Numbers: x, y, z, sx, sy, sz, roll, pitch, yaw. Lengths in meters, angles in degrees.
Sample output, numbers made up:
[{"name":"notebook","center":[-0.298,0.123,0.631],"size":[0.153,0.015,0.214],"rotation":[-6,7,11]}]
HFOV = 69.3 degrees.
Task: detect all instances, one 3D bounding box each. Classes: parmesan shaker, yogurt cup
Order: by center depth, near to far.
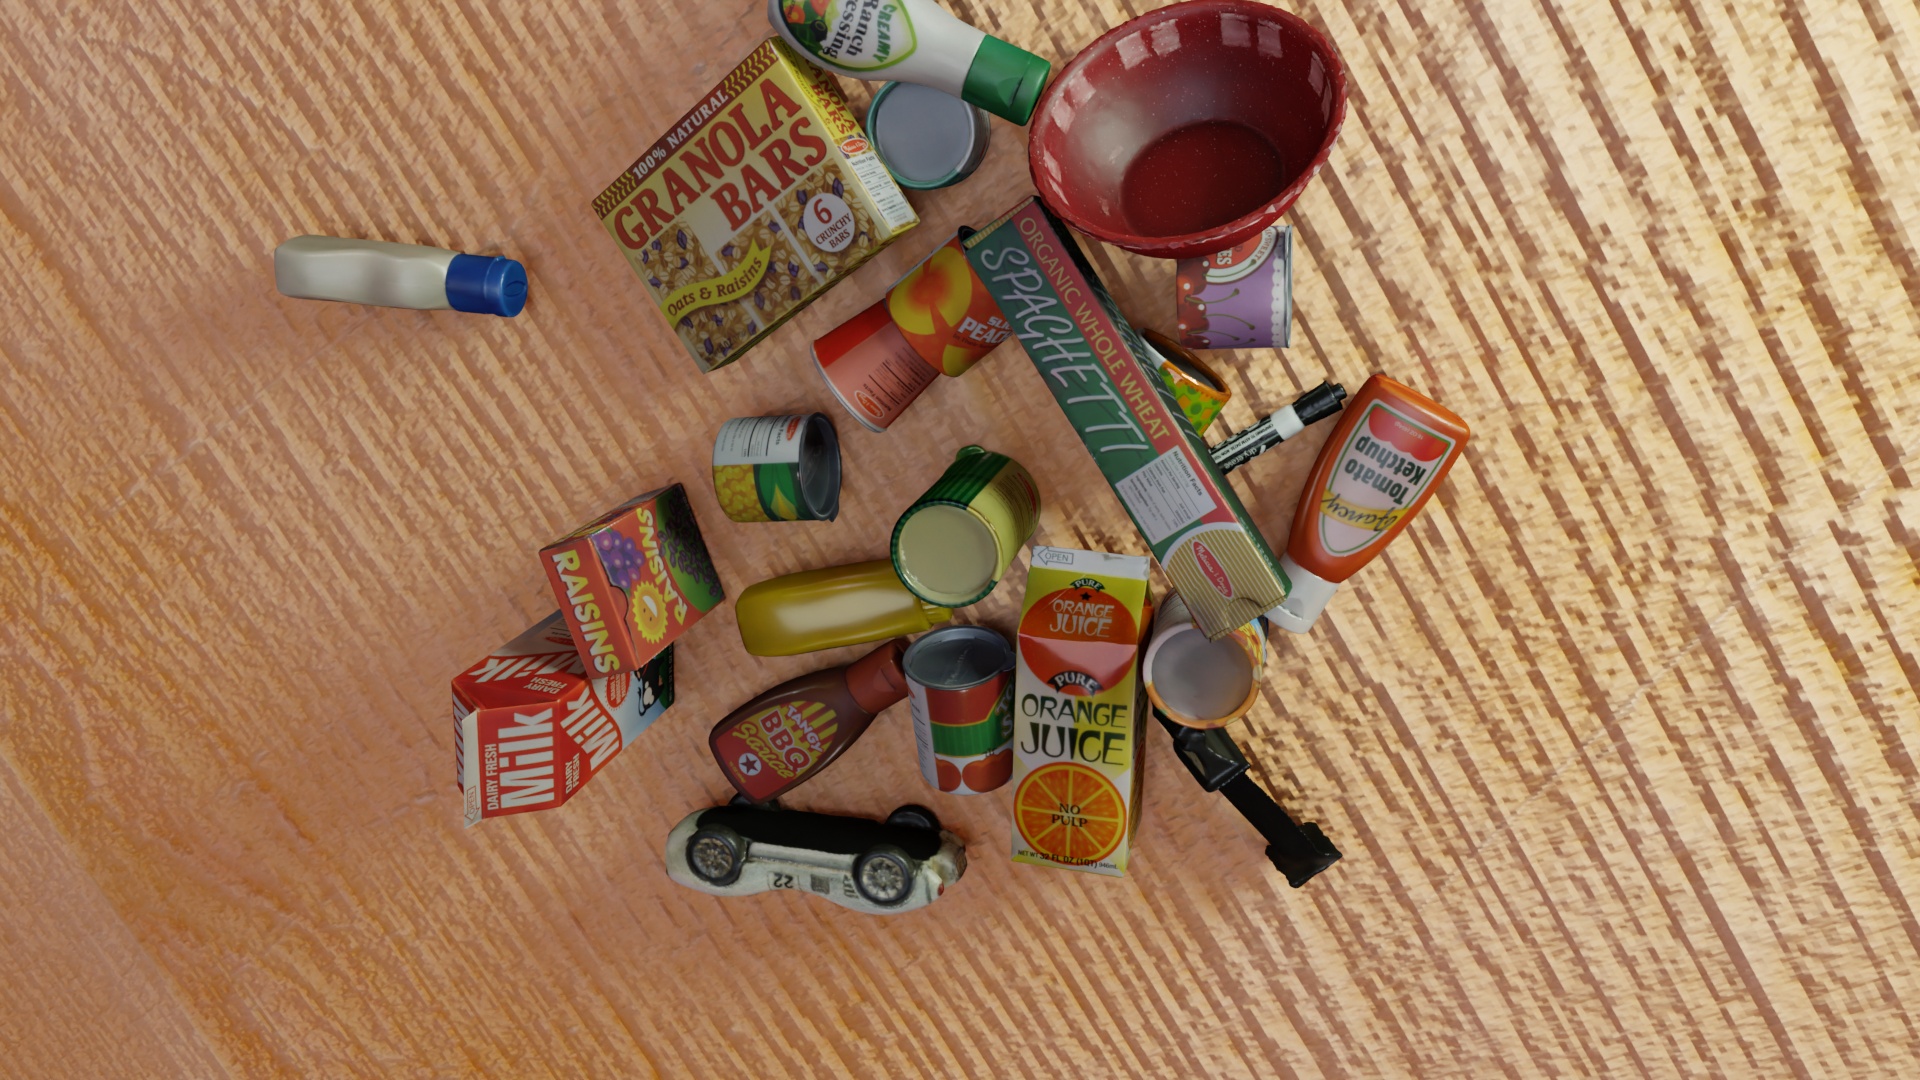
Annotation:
[{"name":"parmesan shaker","center":[0.003,-0.010,0.807],"size":[0.071,0.103,0.071],"rotation":[4,108,14]},{"name":"yogurt cup","center":[-0.047,-0.105,0.814],"size":[0.054,0.072,0.072],"rotation":[-37,95,14]}]

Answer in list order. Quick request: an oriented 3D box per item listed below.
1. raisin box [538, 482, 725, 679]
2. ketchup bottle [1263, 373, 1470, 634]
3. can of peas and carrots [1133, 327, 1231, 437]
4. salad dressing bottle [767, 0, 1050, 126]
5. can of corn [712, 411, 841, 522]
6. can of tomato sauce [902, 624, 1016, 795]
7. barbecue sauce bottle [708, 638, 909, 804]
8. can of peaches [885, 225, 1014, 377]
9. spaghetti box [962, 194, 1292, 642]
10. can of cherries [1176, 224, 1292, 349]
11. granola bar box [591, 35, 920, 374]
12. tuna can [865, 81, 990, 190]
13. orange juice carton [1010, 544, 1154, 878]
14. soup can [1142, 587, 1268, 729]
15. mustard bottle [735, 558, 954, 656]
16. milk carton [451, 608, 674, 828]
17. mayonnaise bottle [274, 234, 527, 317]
[{"name":"raisin box","center":[-0.200,0.023,0.861],"size":[0.040,0.124,0.086],"rotation":[-14,102,19]},{"name":"ketchup bottle","center":[0.218,-0.016,0.780],"size":[0.065,0.044,0.148],"rotation":[30,112,4]},{"name":"can of peas and carrots","center":[0.111,-0.077,0.779],"size":[0.071,0.071,0.058],"rotation":[35,112,2]},{"name":"salad dressing bottle","center":[-0.026,-0.265,0.732],"size":[0.148,0.044,0.064],"rotation":[23,118,-1]},{"name":"can of corn","center":[-0.111,-0.042,0.849],"size":[0.058,0.071,0.071],"rotation":[-1,106,16]},{"name":"can of tomato sauce","center":[0.005,0.104,0.854],"size":[0.071,0.071,0.082],"rotation":[1,121,15]},{"name":"barbecue sauce bottle","center":[-0.091,0.113,0.903],"size":[0.148,0.044,0.065],"rotation":[-32,95,21]},{"name":"can of peaches","center":[0.001,-0.133,0.788],"size":[0.058,0.071,0.071],"rotation":[-35,95,23]},{"name":"spaghetti box","center":[0.088,-0.066,0.735],"size":[0.050,0.029,0.250],"rotation":[-33,88,24]},{"name":"can of cherries","center":[0.148,-0.138,0.747],"size":[0.058,0.072,0.071],"rotation":[1,107,16]},{"name":"granola bar box","center":[-0.121,-0.190,0.801],"size":[0.165,0.039,0.124],"rotation":[-29,97,34]},{"name":"tuna can","center":[-0.021,-0.232,0.783],"size":[0.071,0.033,0.070],"rotation":[4,108,13]},{"name":"orange juice carton","center":[0.074,0.097,0.837],"size":[0.072,0.073,0.192],"rotation":[5,108,14]},{"name":"soup can","center":[0.145,0.064,0.802],"size":[0.071,0.084,0.071],"rotation":[4,108,13]},{"name":"mustard bottle","center":[-0.056,0.038,0.861],"size":[0.160,0.065,0.048],"rotation":[-9,100,13]},{"name":"milk carton","center":[-0.253,0.103,0.863],"size":[0.073,0.191,0.072],"rotation":[9,109,13]},{"name":"mayonnaise bottle","center":[-0.350,-0.166,0.878],"size":[0.148,0.065,0.041],"rotation":[8,108,9]}]
